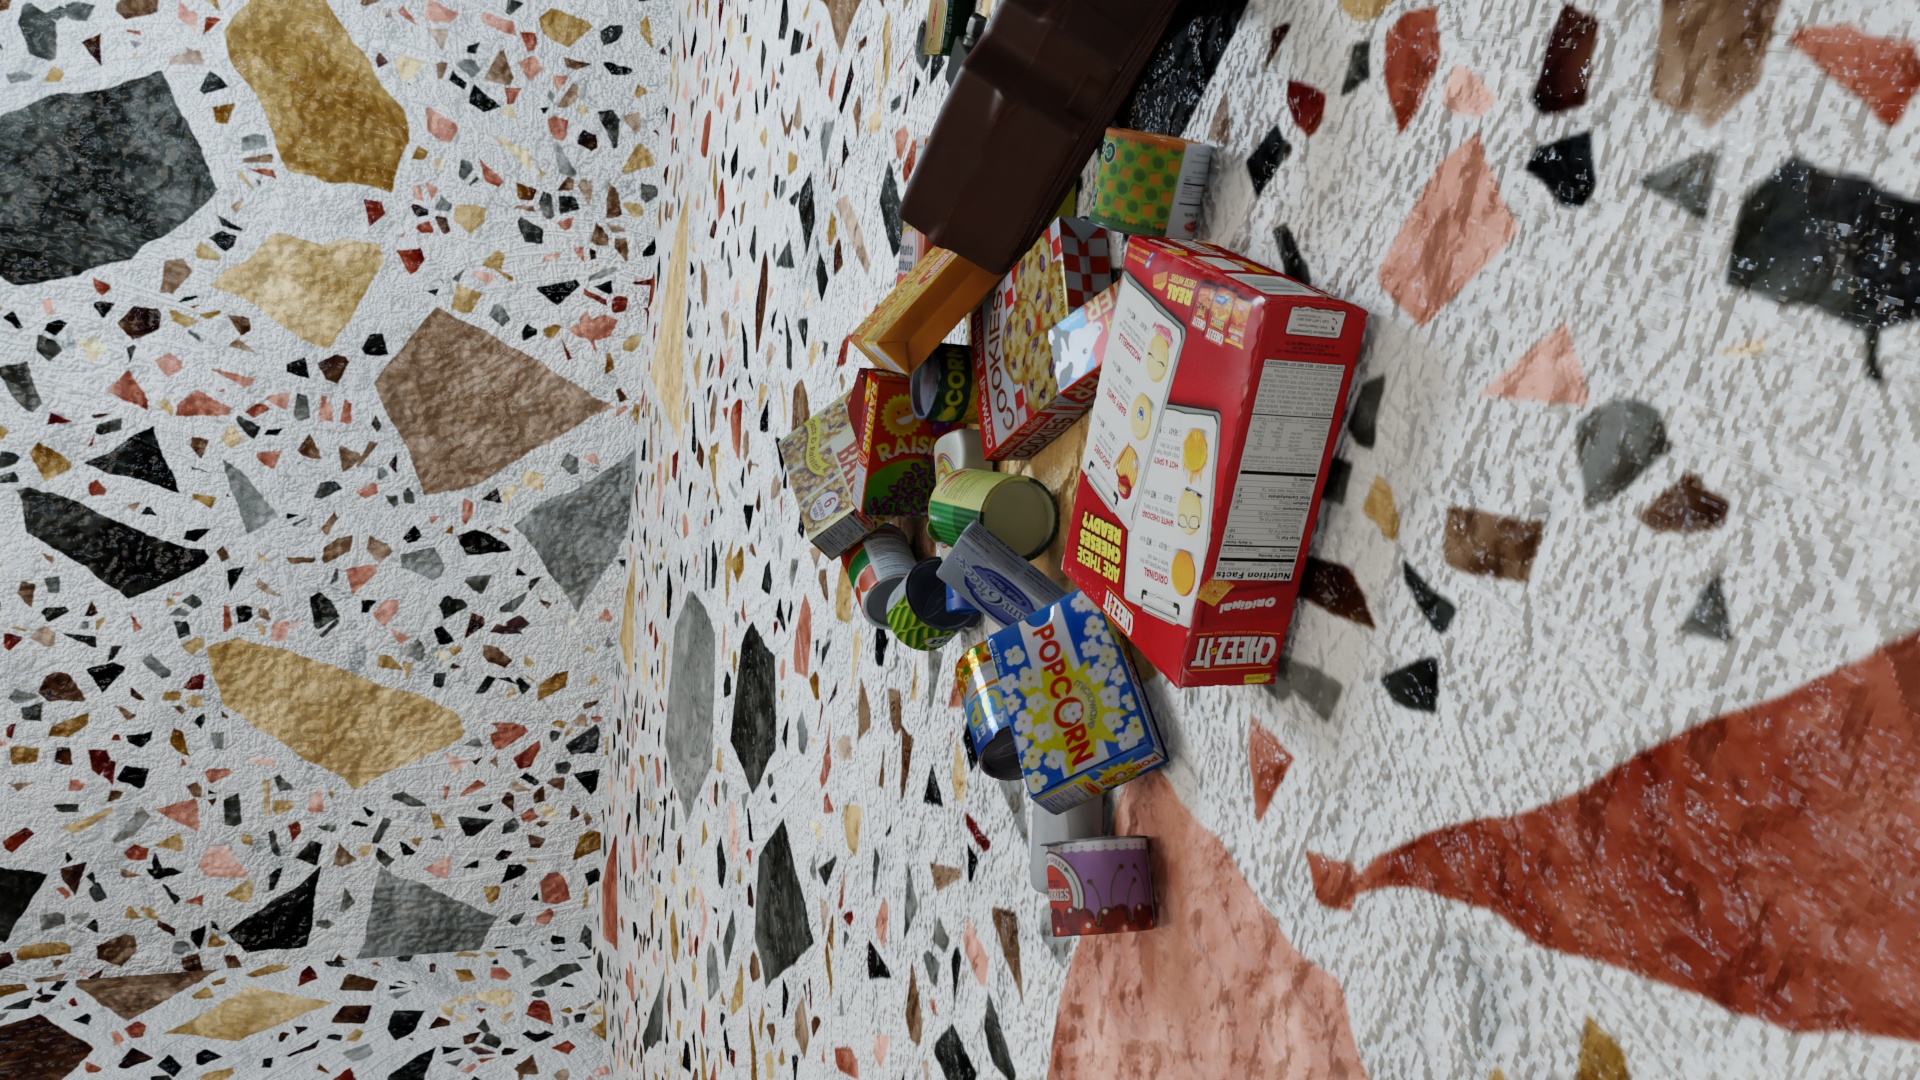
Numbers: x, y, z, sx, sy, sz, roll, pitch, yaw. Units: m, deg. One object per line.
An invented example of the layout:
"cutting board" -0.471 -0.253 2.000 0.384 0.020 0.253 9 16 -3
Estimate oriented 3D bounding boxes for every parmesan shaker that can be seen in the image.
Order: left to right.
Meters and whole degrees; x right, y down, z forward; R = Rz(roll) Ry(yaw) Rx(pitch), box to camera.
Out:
"parmesan shaker" 0.022 -0.018 1.059 0.103 0.071 0.071 -164 77 -68

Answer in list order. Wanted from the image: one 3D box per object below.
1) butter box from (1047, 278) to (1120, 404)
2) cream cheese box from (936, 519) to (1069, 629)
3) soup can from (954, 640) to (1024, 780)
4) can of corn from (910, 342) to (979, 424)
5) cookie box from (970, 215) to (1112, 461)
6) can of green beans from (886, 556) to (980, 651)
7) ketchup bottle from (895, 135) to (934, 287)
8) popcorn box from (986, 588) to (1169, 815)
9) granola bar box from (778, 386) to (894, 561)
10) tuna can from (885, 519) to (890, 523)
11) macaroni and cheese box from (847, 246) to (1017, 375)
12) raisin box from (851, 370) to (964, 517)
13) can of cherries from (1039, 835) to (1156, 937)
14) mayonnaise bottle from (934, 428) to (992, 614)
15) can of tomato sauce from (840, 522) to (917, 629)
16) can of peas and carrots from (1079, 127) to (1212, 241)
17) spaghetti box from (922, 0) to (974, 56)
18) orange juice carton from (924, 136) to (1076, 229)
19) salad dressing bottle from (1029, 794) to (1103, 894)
"butter box" 0.102 -0.134 0.881 0.103 0.024 0.053 -32 55 37
"cream cheese box" 0.035 0.036 0.997 0.104 0.024 0.053 39 140 6
"soup can" 0.035 0.120 1.014 0.084 0.071 0.071 -108 29 -41
"can of corn" -0.003 -0.131 1.150 0.071 0.058 0.071 -177 89 -69
"cookie box" 0.058 -0.142 1.021 0.167 0.040 0.123 142 127 -63
"can of green beans" -0.024 0.054 1.176 0.057 0.071 0.071 131 136 -59
"ketchup bottle" -0.029 -0.287 1.252 0.065 0.043 0.148 -147 62 -66
"popcorn box" 0.074 0.102 0.899 0.085 0.038 0.127 -29 50 17
"granola bar box" -0.102 -0.073 1.332 0.124 0.039 0.166 -35 41 9
"tuna can" -0.093 -0.048 1.407 0.071 0.033 0.071 -177 89 -68
"macaroni and cheese box" -0.027 -0.192 1.125 0.124 0.040 0.166 -47 15 -2
"raisin box" -0.045 -0.083 1.215 0.040 0.086 0.123 -133 49 -63
"can of cherries" 0.085 0.218 0.874 0.071 0.071 0.058 144 124 -64
"mayonnaise bottle" 0.004 -0.014 1.144 0.064 0.041 0.148 152 118 -65
"can of tomato sauce" -0.071 0.035 1.298 0.083 0.071 0.070 -117 36 -50
"can of peas and carrots" 0.113 -0.218 0.847 0.071 0.071 0.058 -132 48 -60
"spaghetti box" 0.003 -0.554 1.216 0.050 0.029 0.249 -137 53 -63
"orange juice carton" 0.019 -0.280 1.088 0.193 0.073 0.071 -155 69 -67
"salad dressing bottle" 0.074 0.165 0.948 0.064 0.044 0.147 176 97 -71
